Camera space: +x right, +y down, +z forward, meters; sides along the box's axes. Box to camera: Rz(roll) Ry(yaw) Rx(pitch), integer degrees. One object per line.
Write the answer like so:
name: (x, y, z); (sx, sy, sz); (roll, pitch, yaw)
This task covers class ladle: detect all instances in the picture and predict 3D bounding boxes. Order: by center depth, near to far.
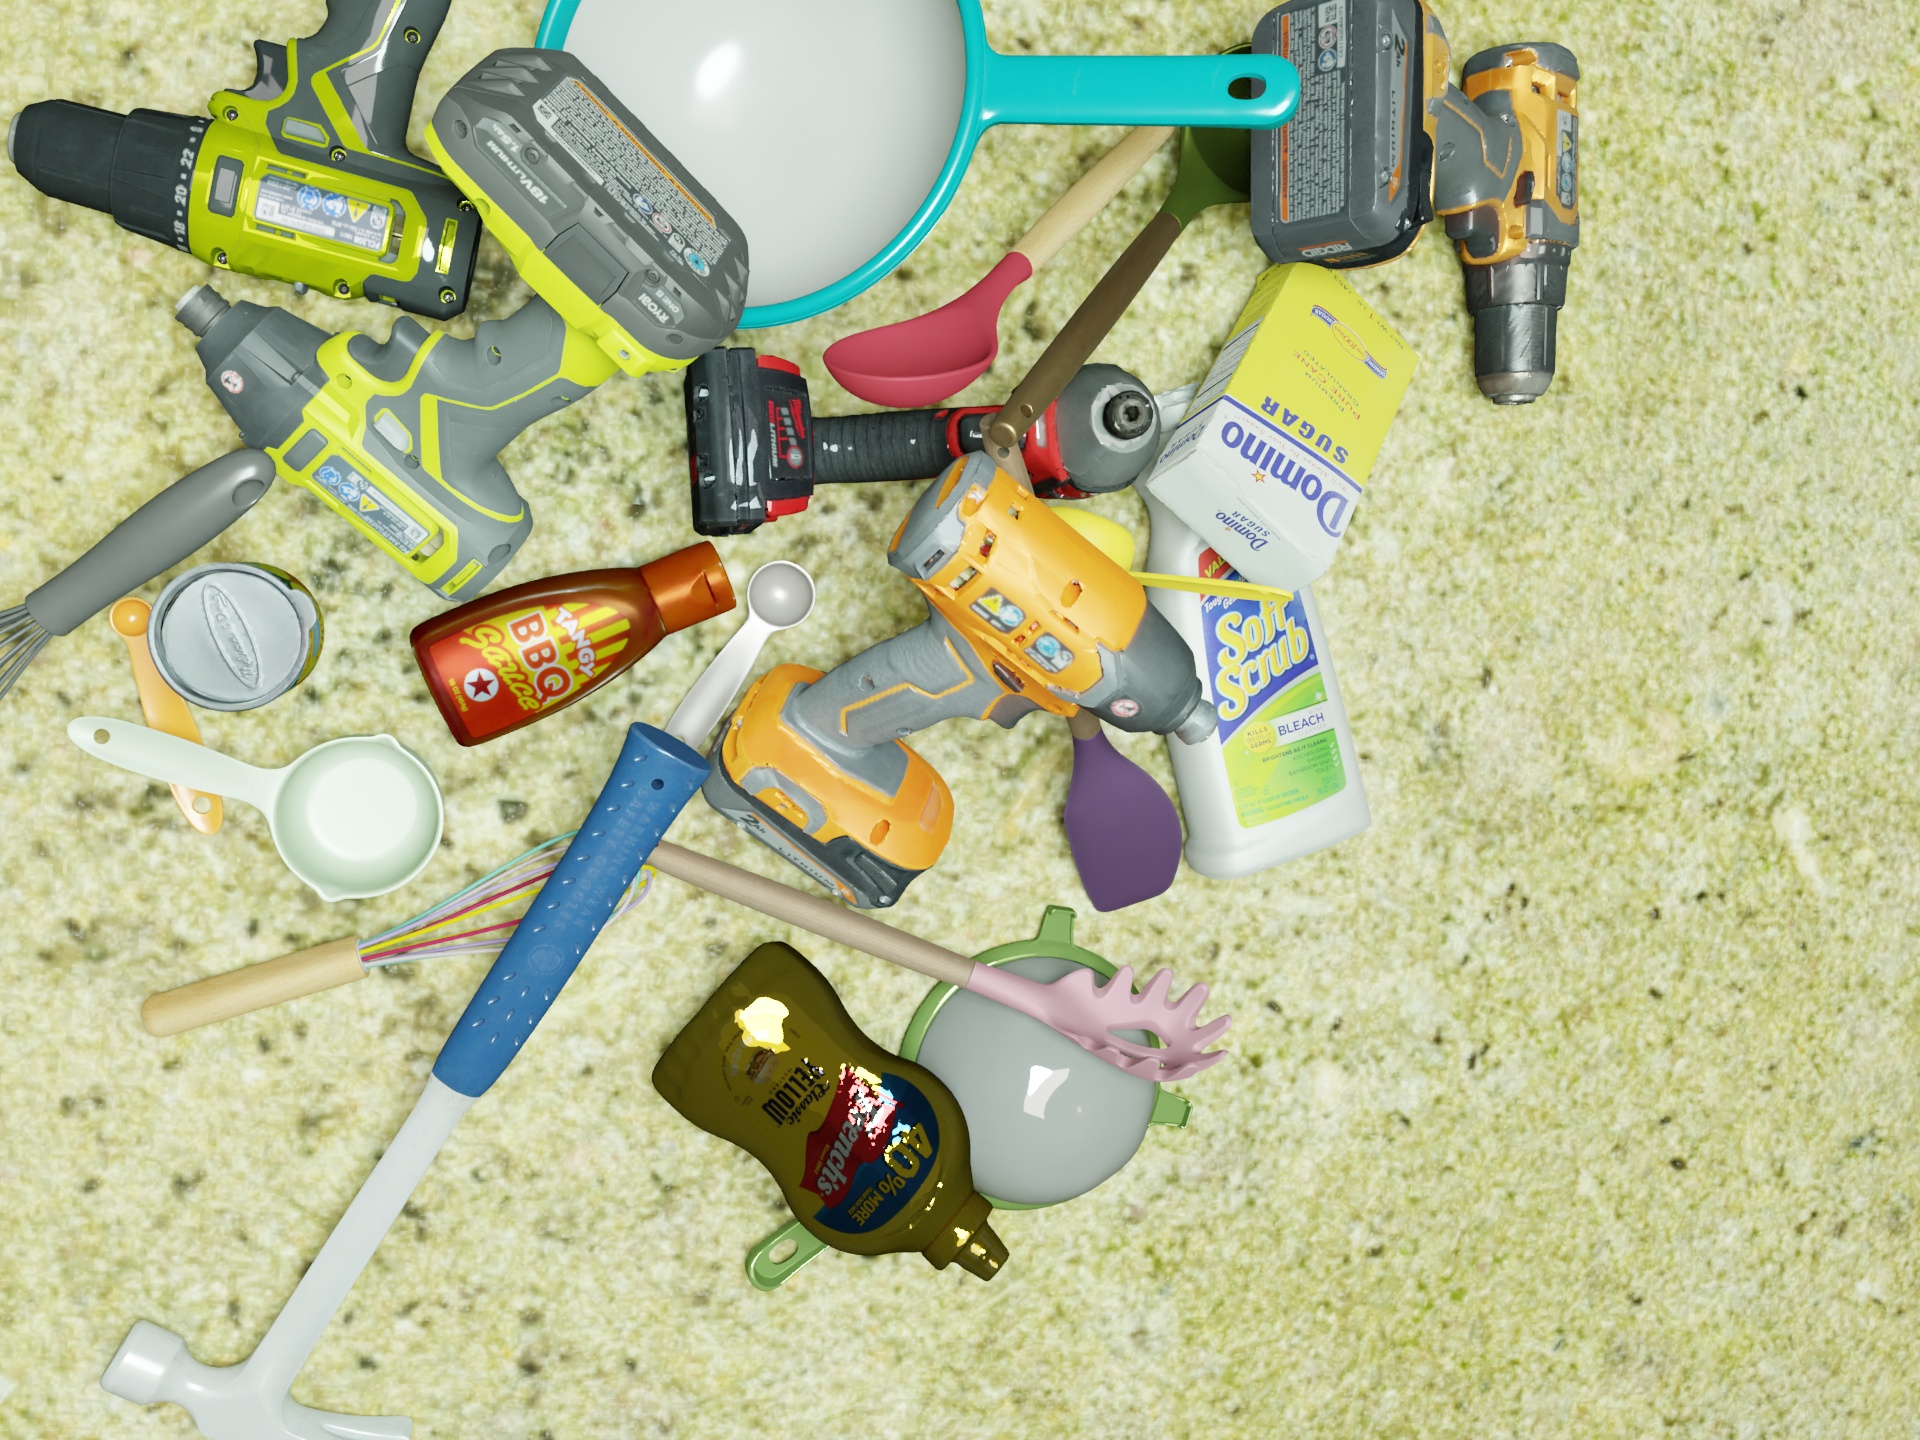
ladle: (0.037, -0.223, 0.737); (0.315, 0.069, 0.031); (-52, 148, -38)
ladle: (0.095, -0.224, 0.740); (0.078, 0.062, 0.320); (45, 51, -14)

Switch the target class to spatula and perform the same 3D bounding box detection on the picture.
spatula: (0.058, -0.015, 0.772); (0.060, 0.018, 0.315); (-20, 130, 2)

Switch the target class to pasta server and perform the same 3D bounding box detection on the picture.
pasta server: (-0.018, 0.113, 0.797); (0.316, 0.060, 0.040); (21, 131, -1)

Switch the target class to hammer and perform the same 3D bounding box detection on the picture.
hammer: (-0.237, 0.182, 0.750); (0.144, 0.035, 0.405); (32, 97, -16)

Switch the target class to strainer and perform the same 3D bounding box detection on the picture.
strainer: (-0.020, -0.271, 0.717); (0.340, 0.095, 0.211); (5, 91, 12)
strainer: (0.002, 0.224, 0.829); (0.256, 0.069, 0.151); (-33, 103, -11)

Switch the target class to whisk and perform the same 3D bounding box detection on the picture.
whisk: (-0.398, -0.049, 0.690); (0.239, 0.055, 0.055); (-34, 103, 2)
whisk: (-0.266, 0.104, 0.763); (0.245, 0.047, 0.051); (-16, 101, -9)

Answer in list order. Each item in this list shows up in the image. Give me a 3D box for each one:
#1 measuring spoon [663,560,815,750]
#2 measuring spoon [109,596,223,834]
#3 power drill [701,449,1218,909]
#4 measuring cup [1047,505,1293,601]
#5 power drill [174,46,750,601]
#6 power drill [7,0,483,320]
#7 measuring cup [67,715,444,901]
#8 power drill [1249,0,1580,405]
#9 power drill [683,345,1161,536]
measuring spoon: (-0.117, -0.028, 0.805); (0.034, 0.018, 0.124); (35, 93, -12)
measuring spoon: (-0.369, -0.002, 0.744); (0.021, 0.011, 0.117); (-17, 103, -12)
power drill: (-0.001, -0.002, 0.733); (0.164, 0.084, 0.226); (37, 131, -15)
measuring cup: (0.099, -0.082, 0.787); (0.062, 0.157, 0.029); (21, 84, -50)
power drill: (-0.213, -0.165, 0.671); (0.223, 0.080, 0.171); (-32, 118, 30)
power drill: (-0.294, -0.307, 0.696); (0.190, 0.080, 0.228); (12, 95, -16)
measuring cup: (-0.325, 0.029, 0.743); (0.167, 0.038, 0.083); (20, 91, -13)
power drill: (0.242, -0.259, 0.803); (0.226, 0.084, 0.185); (-6, 97, -43)
power drill: (-0.016, -0.133, 0.752); (0.219, 0.143, 0.078); (-4, 95, -12)
